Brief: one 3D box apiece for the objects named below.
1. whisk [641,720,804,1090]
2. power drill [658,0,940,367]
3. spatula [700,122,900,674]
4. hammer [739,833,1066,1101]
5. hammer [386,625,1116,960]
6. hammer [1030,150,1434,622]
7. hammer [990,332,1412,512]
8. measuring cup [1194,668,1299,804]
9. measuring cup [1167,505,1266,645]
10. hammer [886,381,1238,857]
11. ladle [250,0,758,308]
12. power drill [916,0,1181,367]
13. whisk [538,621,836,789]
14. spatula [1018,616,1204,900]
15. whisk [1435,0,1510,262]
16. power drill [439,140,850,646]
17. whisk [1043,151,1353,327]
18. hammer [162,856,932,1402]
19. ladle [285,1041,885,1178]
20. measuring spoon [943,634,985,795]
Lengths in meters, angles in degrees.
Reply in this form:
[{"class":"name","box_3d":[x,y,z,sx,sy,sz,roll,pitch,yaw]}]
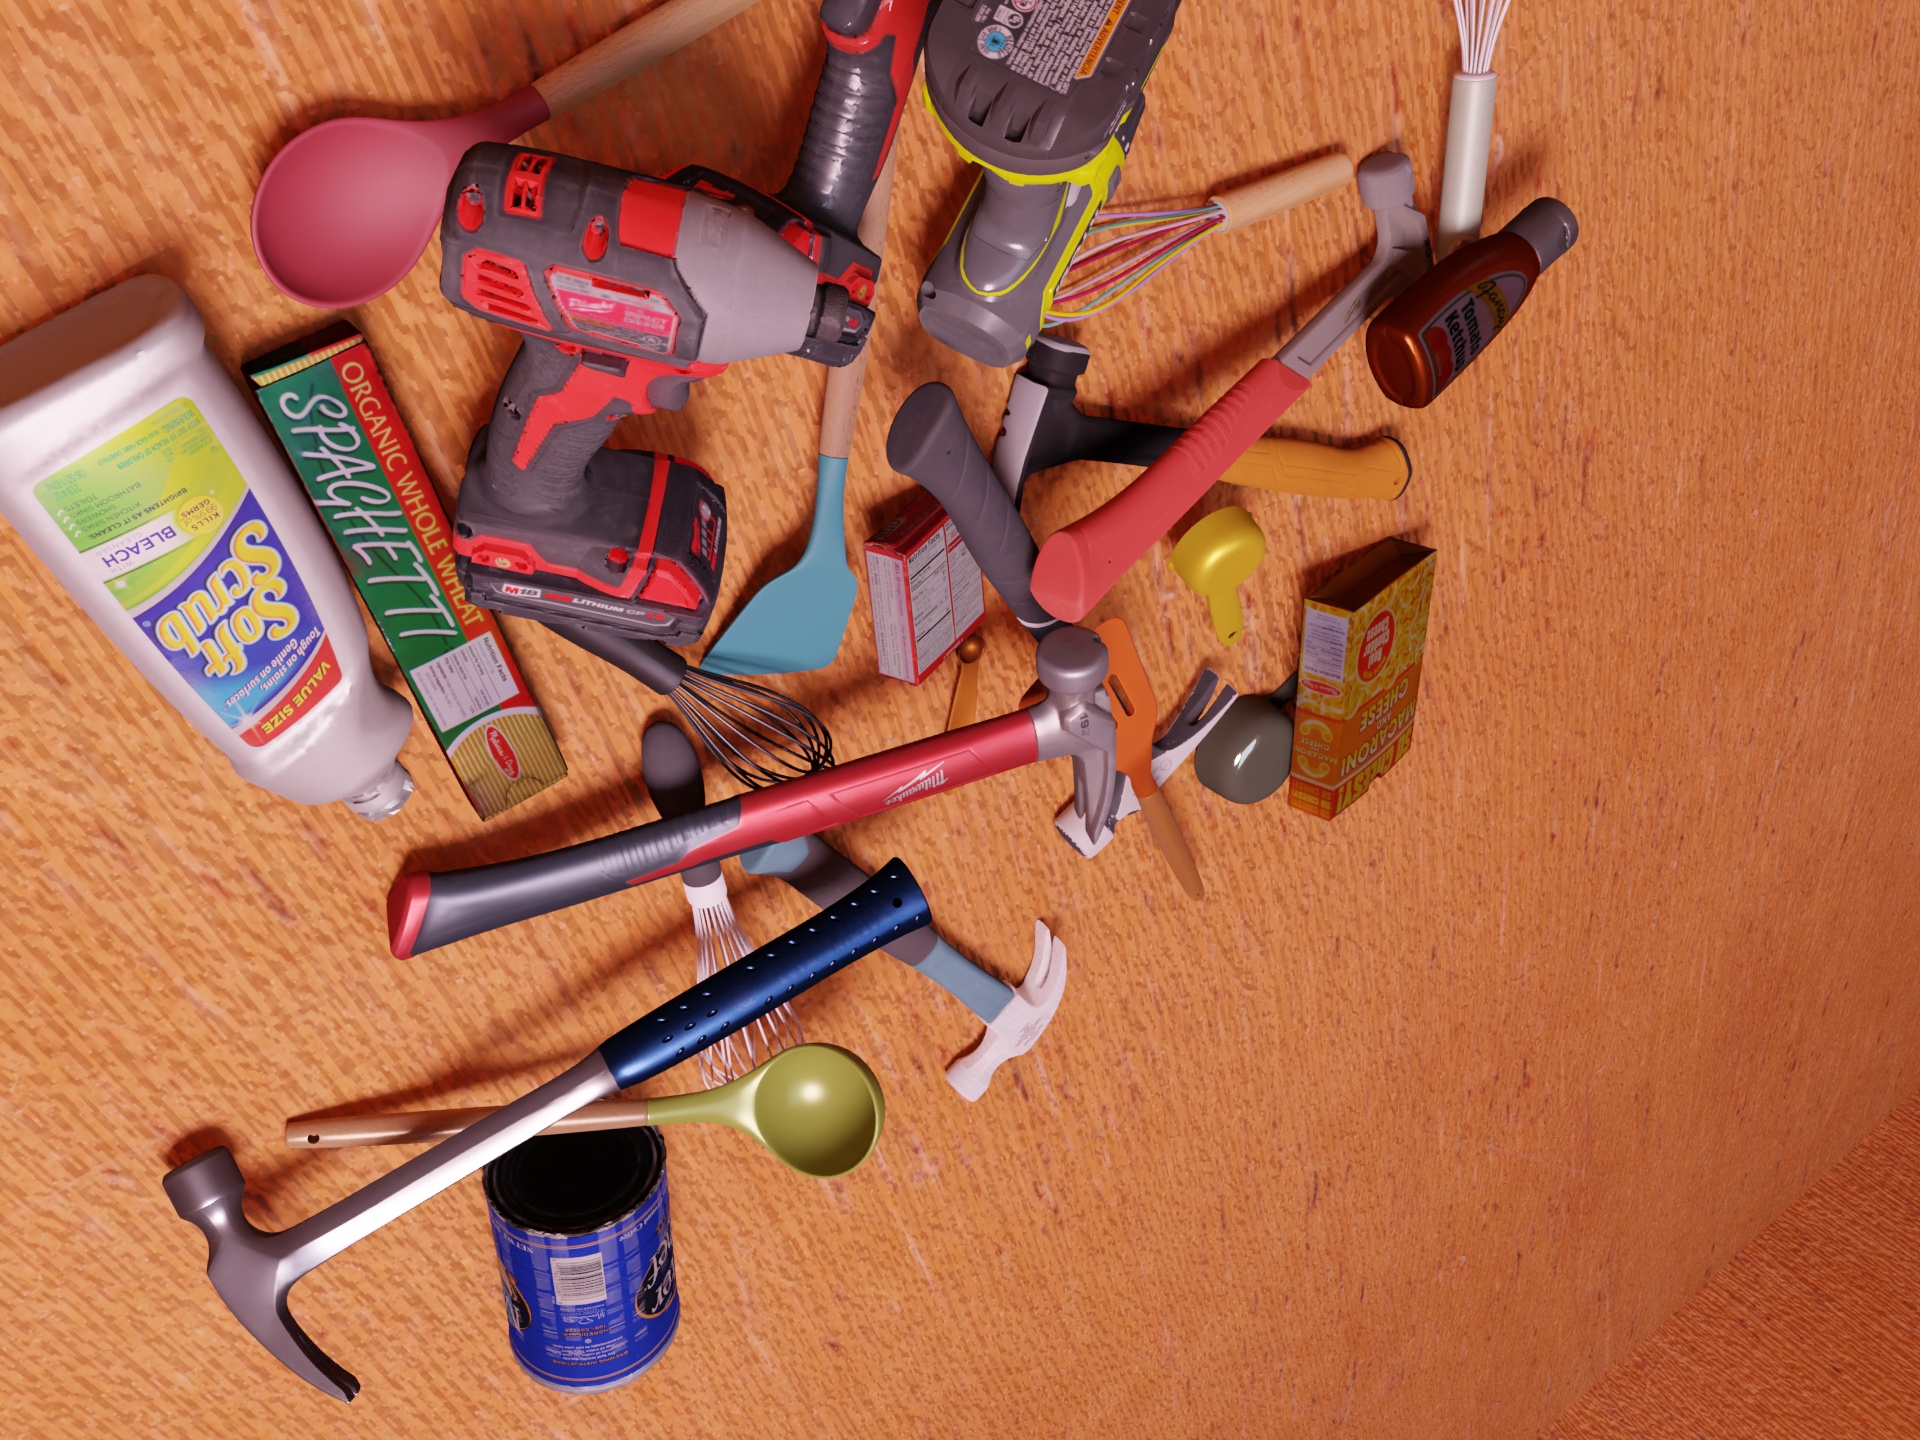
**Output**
[{"class":"whisk","box_3d":[-0.139,0.119,0.910,0.070,0.070,0.284,-25,126,-23]},{"class":"power drill","box_3d":[-0.057,-0.270,0.646,0.226,0.080,0.188,-63,164,14]},{"class":"spatula","box_3d":[-0.067,-0.162,0.799,0.082,0.044,0.317,-4,115,-35]},{"class":"hammer","box_3d":[-0.033,0.141,1.019,0.128,0.033,0.330,-47,136,-1]},{"class":"hammer","box_3d":[-0.102,0.062,0.838,0.386,0.038,0.143,-17,136,-10]},{"class":"hammer","box_3d":[0.167,-0.170,0.906,0.359,0.037,0.149,-45,134,-25]},{"class":"hammer","box_3d":[0.159,-0.154,0.973,0.336,0.034,0.127,-2,118,-38]},{"class":"measuring cup","box_3d":[0.239,-0.007,1.131,0.167,0.038,0.083,-43,136,-7]},{"class":"measuring cup","box_3d":[0.172,-0.079,1.011,0.062,0.029,0.156,-32,150,-1]},{"class":"hammer","box_3d":[0.058,-0.055,0.914,0.149,0.036,0.408,-43,144,-3]},{"class":"ladle","box_3d":[-0.152,-0.269,0.656,0.315,0.031,0.069,-37,139,-15]},{"class":"power drill","box_3d":[0.046,-0.275,0.694,0.190,0.080,0.228,-63,178,-5]},{"class":"whisk","box_3d":[-0.149,-0.025,0.808,0.055,0.055,0.238,-51,130,2]},{"class":"spatula","box_3d":[0.118,0.047,1.024,0.081,0.041,0.322,-42,147,-6]},{"class":"whisk","box_3d":[0.295,-0.378,0.910,0.058,0.059,0.246,-7,124,-3]},{"class":"power drill","box_3d":[-0.132,-0.123,0.635,0.143,0.079,0.219,10,149,-12]},{"class":"whisk","box_3d":[0.126,-0.266,0.867,0.245,0.047,0.051,-28,131,-26]},{"class":"hammer","box_3d":[-0.193,0.196,0.843,0.405,0.035,0.144,-29,88,-15]},{"class":"ladle","box_3d":[-0.198,0.220,0.872,0.320,0.062,0.078,1,95,-19]},{"class":"measuring spoon","box_3d":[-0.002,-0.003,0.967,0.021,0.011,0.116,-15,130,-31]}]
